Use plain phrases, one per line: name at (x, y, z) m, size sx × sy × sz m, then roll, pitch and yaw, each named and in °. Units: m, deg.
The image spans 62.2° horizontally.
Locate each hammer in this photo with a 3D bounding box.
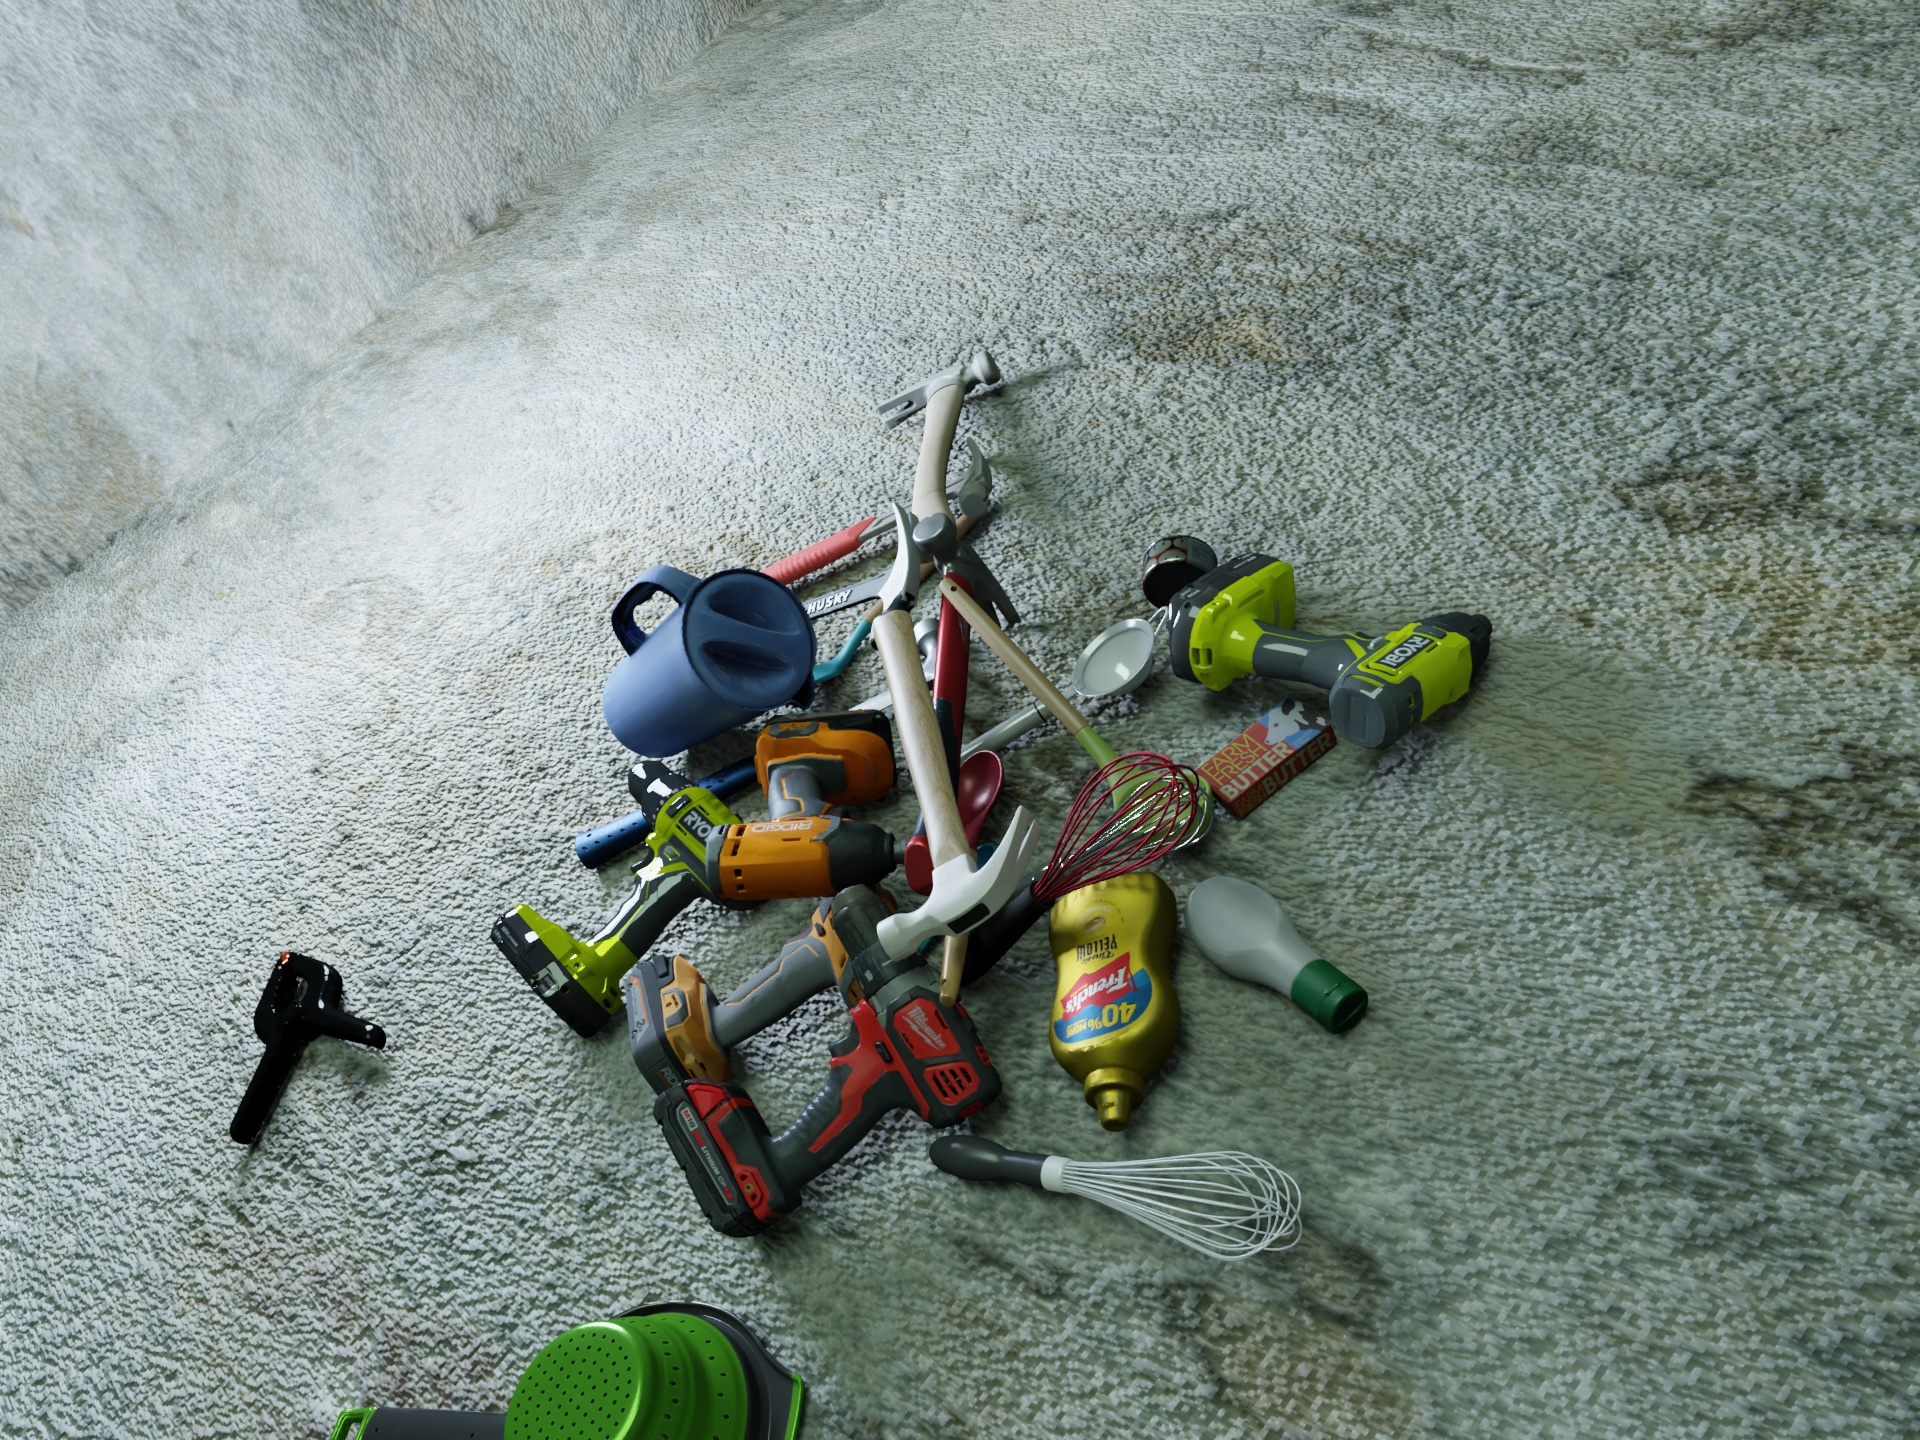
hammer at (-0.024, 0.027, 1.221) m, size 0.130 × 0.031 × 0.332 m, roll -28°, pitch 43°, yaw 12°
hammer at (-0.182, -0.101, 1.565) m, size 0.409 × 0.036 × 0.149 m, roll -13°, pitch 58°, yaw 44°
hammer at (-0.180, 0.040, 1.498) m, size 0.405 × 0.035 × 0.144 m, roll -27°, pitch 39°, yaw 7°
hammer at (-0.035, -0.269, 1.656) m, size 0.146 × 0.038 × 0.411 m, roll -23°, pitch 30°, yaw 18°
hammer at (-0.002, -0.004, 1.345) m, size 0.038 × 0.143 × 0.387 m, roll -21°, pitch 41°, yaw 24°
hammer at (-0.131, -0.189, 1.695) m, size 0.359 × 0.036 × 0.149 m, roll -25°, pitch 29°, yaw 13°

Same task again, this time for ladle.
ladle at (0.083, -0.015, 1.278) m, size 0.078 × 0.062 × 0.320 m, roll -33°, pitch 64°, yaw -18°
ladle at (0.004, 0.119, 1.243) m, size 0.069 × 0.031 × 0.316 m, roll -42°, pitch 18°, yaw 24°

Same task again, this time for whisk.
whisk at (0.089, 0.107, 1.198) m, size 0.246 × 0.059 × 0.058 m, roll -32°, pitch 12°, yaw 33°
whisk at (0.092, 0.302, 1.038) m, size 0.285 × 0.070 × 0.070 m, roll -2°, pitch 48°, yaw 39°
whisk at (0.069, 0.115, 1.146) m, size 0.295 × 0.073 × 0.073 m, roll -48°, pitch 27°, yaw 37°

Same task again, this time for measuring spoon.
measuring spoon at (-0.006, 0.156, 1.282) m, size 0.128 × 0.021 × 0.042 m, roll -54°, pitch 22°, yaw -11°

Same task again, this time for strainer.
strainer at (0.080, -0.013, 1.381) m, size 0.258 × 0.050 × 0.087 m, roll -32°, pitch 32°, yaw 10°

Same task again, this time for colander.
colander at (-0.302, 0.476, 1.077) m, size 0.397 × 0.094 × 0.205 m, roll -10°, pitch 44°, yaw 25°

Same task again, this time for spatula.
spatula at (-0.081, -0.122, 1.595) m, size 0.317 × 0.044 × 0.082 m, roll -48°, pitch 29°, yaw -20°

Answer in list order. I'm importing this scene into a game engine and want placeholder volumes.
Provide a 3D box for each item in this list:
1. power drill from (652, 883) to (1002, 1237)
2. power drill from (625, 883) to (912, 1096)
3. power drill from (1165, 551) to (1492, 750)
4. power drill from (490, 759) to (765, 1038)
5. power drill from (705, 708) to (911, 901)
power drill at (-0.105, 0.245, 1.152) m, size 0.226 × 0.080 × 0.188 m, roll -32°, pitch 71°, yaw -1°
power drill at (-0.153, 0.196, 1.286) m, size 0.226 × 0.084 × 0.186 m, roll -27°, pitch 32°, yaw 0°
power drill at (0.290, -0.061, 1.250) m, size 0.171 × 0.080 × 0.223 m, roll -31°, pitch 37°, yaw -34°
power drill at (-0.295, 0.148, 1.408) m, size 0.228 × 0.080 × 0.191 m, roll -43°, pitch 54°, yaw -14°
power drill at (-0.110, 0.072, 1.328) m, size 0.164 × 0.084 × 0.227 m, roll -3°, pitch 26°, yaw 7°
